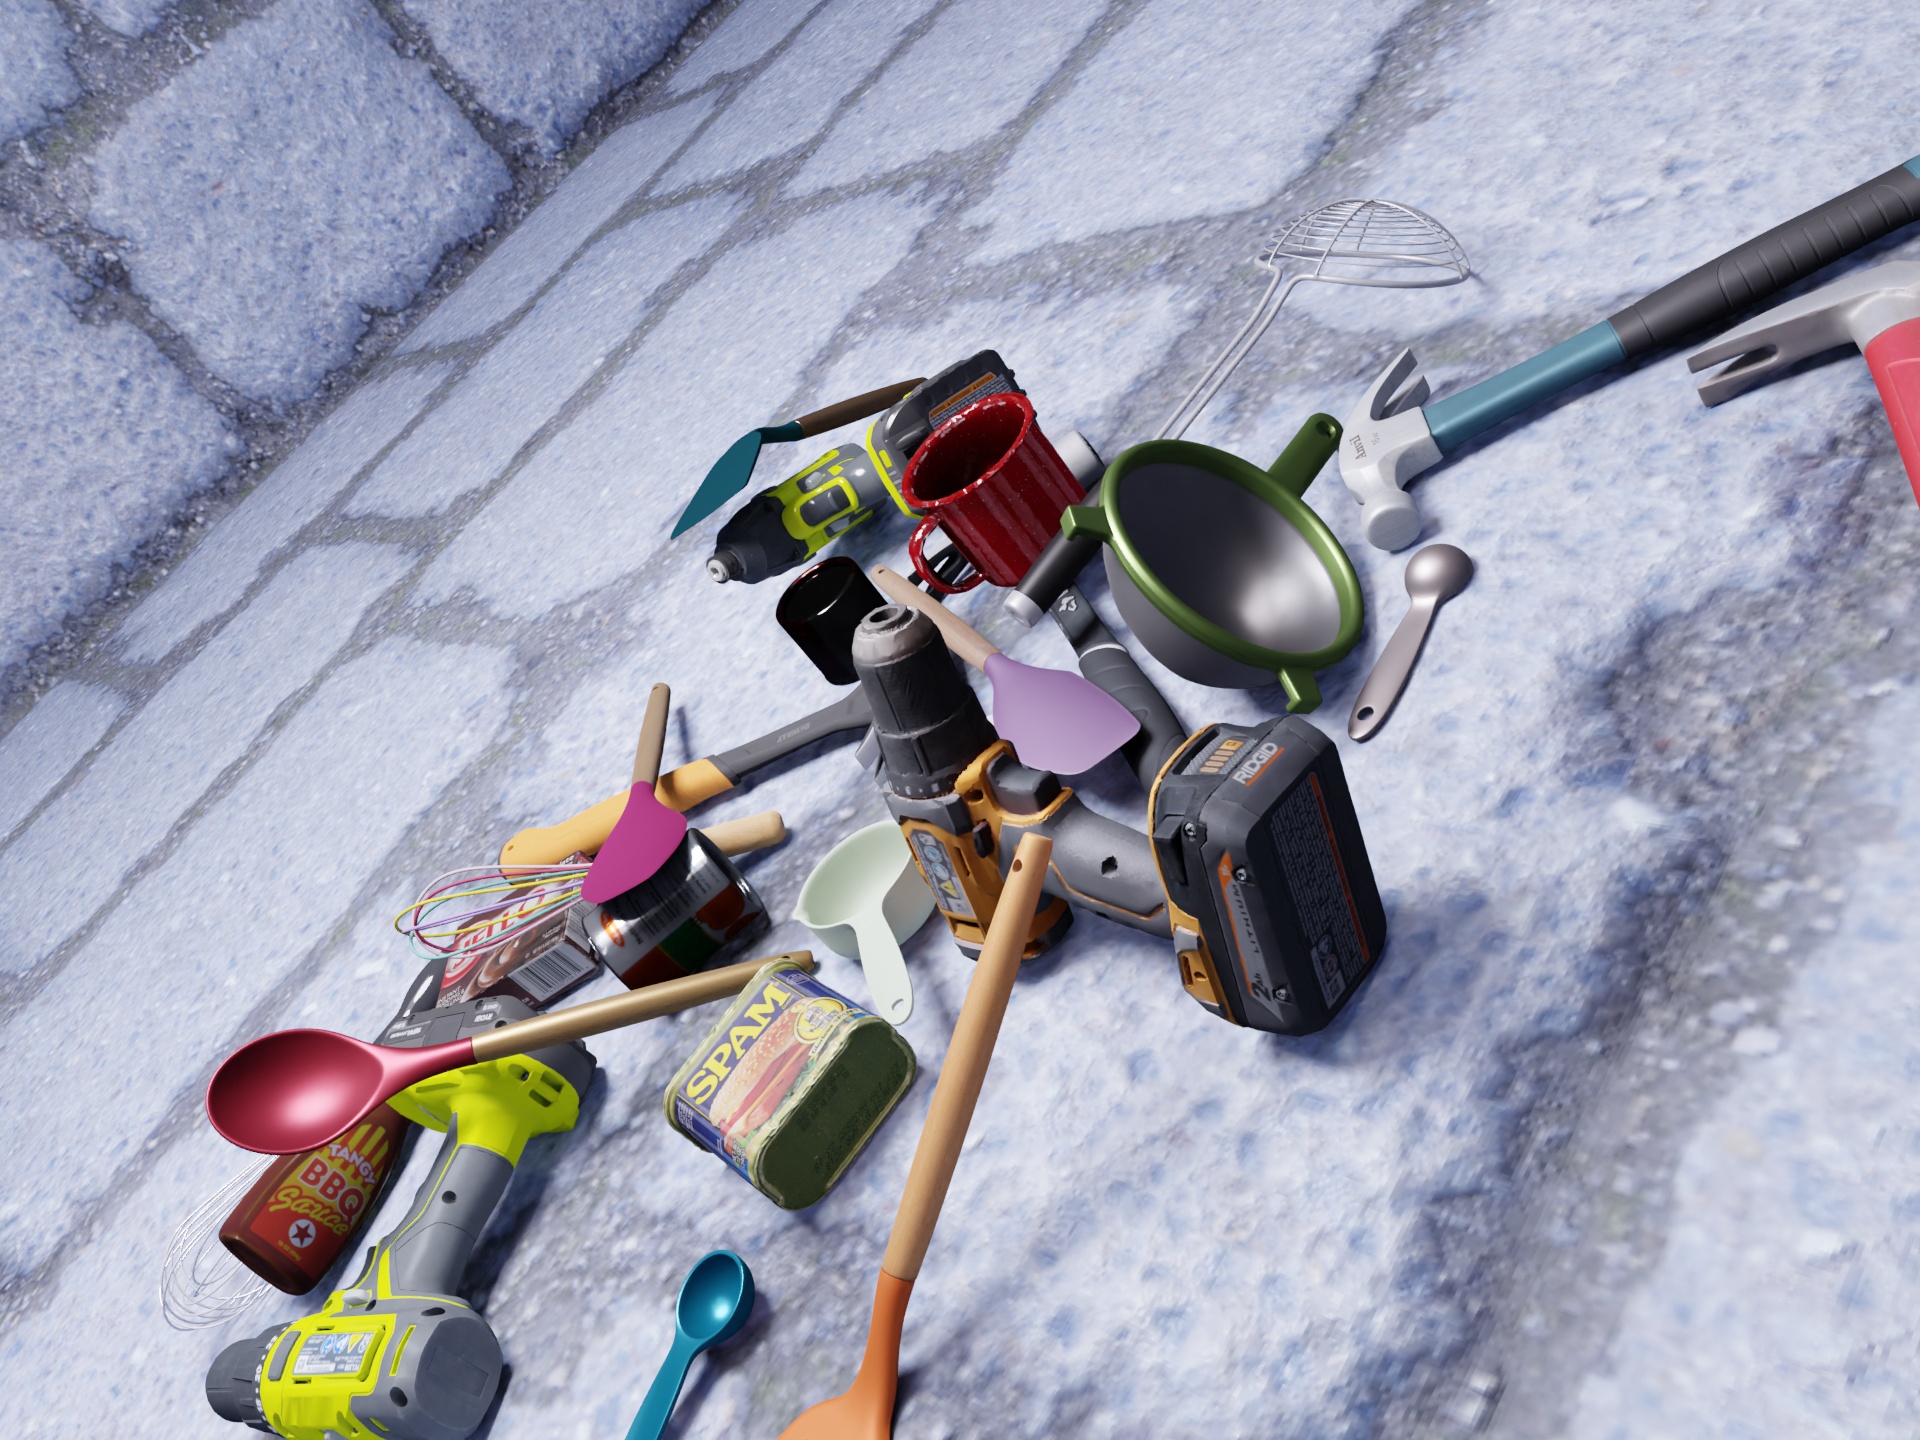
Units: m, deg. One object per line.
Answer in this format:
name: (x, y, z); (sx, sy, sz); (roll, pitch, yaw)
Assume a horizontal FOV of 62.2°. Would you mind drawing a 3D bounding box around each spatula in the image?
spatula: (0.007, -0.039, 0.917); (0.060, 0.018, 0.316); (-35, 32, -8)
spatula: (-0.104, -0.211, 1.186); (0.082, 0.044, 0.317); (-27, 6, 38)
spatula: (-0.024, 0.198, 0.638); (0.081, 0.041, 0.322); (16, 88, 53)

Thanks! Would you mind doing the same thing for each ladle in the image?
ladle: (-0.232, 0.166, 0.843); (0.315, 0.031, 0.069); (-13, 59, -9)

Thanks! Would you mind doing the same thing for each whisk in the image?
whisk: (-0.395, 0.253, 1.004); (0.070, 0.070, 0.285); (-5, 41, 42)
whisk: (-0.226, 0.096, 0.968); (0.245, 0.047, 0.051); (-16, 33, 1)

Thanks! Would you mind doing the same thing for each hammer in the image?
hammer: (0.350, -0.201, 0.814); (0.331, 0.033, 0.128); (-26, 36, 20)
hammer: (0.377, -0.055, 0.605); (0.143, 0.038, 0.387); (-19, 38, 31)
hammer: (0.070, -0.041, 0.901); (0.149, 0.036, 0.409); (-36, 33, 8)
hammer: (-0.176, 0.047, 1.044); (0.337, 0.034, 0.127); (-24, 35, 24)

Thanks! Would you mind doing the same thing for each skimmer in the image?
skimmer: (0.160, -0.179, 0.940); (0.363, 0.090, 0.127); (-50, 44, -10)

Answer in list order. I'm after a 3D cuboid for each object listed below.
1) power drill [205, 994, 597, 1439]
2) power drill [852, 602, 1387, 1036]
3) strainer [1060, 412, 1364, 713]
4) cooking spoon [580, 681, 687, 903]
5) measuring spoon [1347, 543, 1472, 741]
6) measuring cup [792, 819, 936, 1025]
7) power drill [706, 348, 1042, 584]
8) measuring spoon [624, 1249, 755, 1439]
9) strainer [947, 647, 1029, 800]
power drill: (-0.303, 0.274, 0.860); (0.190, 0.080, 0.229); (-16, 42, 31)
power drill: (0.053, 0.036, 0.688); (0.226, 0.185, 0.084); (6, 37, 45)
strainer: (0.148, -0.094, 0.848); (0.256, 0.151, 0.069); (-48, -5, -48)
cooking spoon: (-0.202, 0.035, 1.016); (0.069, 0.017, 0.319); (-28, 21, 4)
measuring spoon: (0.213, -0.042, 0.771); (0.034, 0.018, 0.124); (3, 53, 47)
measuring cup: (-0.036, 0.112, 0.809); (0.083, 0.038, 0.168); (-36, 28, 5)
power drill: (-0.066, -0.162, 1.093); (0.223, 0.080, 0.171); (-19, 17, 45)
measuring spoon: (-0.125, 0.301, 0.707); (0.042, 0.021, 0.129); (3, 61, 48)
strainer: (-0.001, -0.003, 0.924); (0.087, 0.050, 0.259); (-26, 28, 4)
